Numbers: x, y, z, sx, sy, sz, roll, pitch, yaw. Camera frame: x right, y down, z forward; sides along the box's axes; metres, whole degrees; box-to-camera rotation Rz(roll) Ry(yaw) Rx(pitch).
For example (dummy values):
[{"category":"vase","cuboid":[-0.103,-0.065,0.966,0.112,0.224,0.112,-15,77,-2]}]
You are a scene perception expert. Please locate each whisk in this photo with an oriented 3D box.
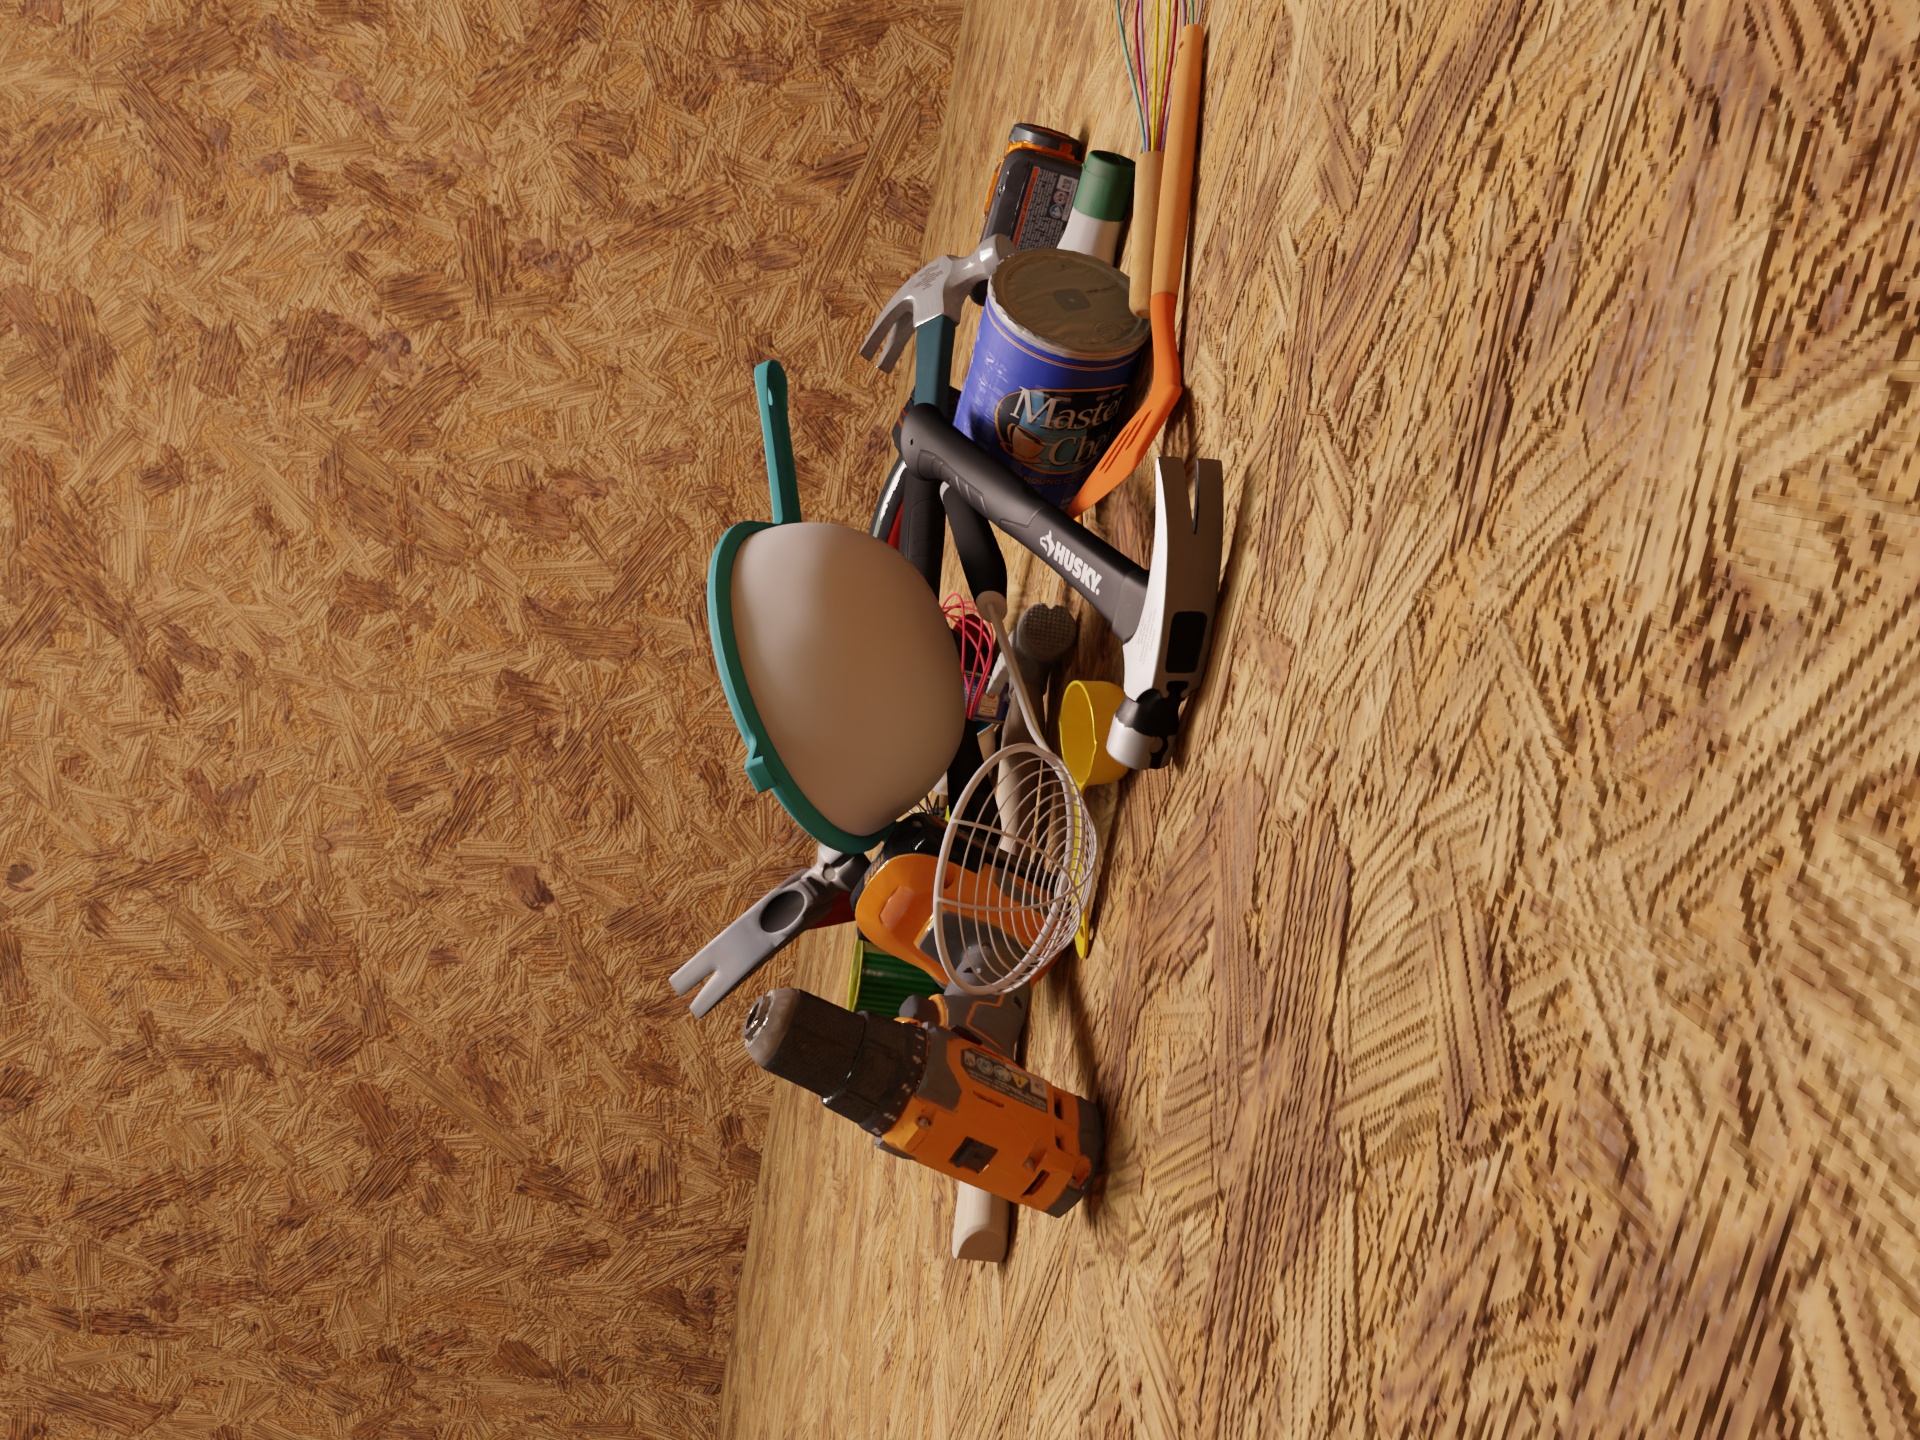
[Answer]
[{"category":"whisk","cuboid":[-0.002,-0.003,1.071,0.296,0.073,0.073,-100,20,-55]},{"category":"whisk","cuboid":[0.117,-0.361,0.962,0.047,0.051,0.245,146,129,-71]},{"category":"whisk","cuboid":[-0.022,0.087,1.321,0.239,0.055,0.055,53,-135,-85]}]

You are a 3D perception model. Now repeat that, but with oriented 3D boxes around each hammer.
[{"category":"hammer","cuboid":[0.040,-0.114,0.863,0.335,0.035,0.146,-131,46,-54]},{"category":"hammer","cuboid":[-0.084,0.139,1.141,0.143,0.038,0.386,-41,-10,5]},{"category":"hammer","cuboid":[-0.022,-0.181,1.112,0.128,0.033,0.331,-15,62,38]},{"category":"hammer","cuboid":[0.028,0.137,1.039,0.146,0.038,0.411,118,160,-70]}]

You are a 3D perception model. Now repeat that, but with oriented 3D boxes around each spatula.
[{"category":"spatula","cuboid":[0.110,-0.262,0.898,0.081,0.041,0.323,149,132,-63]}]

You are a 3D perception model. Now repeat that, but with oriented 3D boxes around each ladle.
[{"category":"ladle","cuboid":[-0.011,0.042,1.421,0.069,0.031,0.315,-38,-31,-45]}]

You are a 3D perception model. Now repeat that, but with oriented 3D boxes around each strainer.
[{"category":"strainer","cuboid":[-0.066,-0.091,0.970,0.210,0.095,0.341,37,-141,-59]},{"category":"strainer","cuboid":[-0.009,0.029,1.201,0.087,0.050,0.258,-38,-9,5]}]

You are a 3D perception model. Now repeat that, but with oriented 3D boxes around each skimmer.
[{"category":"skimmer","cuboid":[0.003,-0.015,0.892,0.364,0.090,0.127,-105,-10,-45]}]

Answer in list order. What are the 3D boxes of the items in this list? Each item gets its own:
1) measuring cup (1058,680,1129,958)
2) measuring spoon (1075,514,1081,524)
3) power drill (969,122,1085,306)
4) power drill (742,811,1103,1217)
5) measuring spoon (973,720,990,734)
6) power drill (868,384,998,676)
[{"category":"measuring cup","cuboid":[0.076,0.054,0.867,0.062,0.029,0.156,-140,47,-71]},{"category":"measuring spoon","cuboid":[0.076,-0.147,1.102,0.117,0.011,0.021,-90,12,-49]},{"category":"power drill","cuboid":[0.052,-0.385,1.277,0.227,0.084,0.164,-90,16,-66]},{"category":"power drill","cuboid":[-0.020,0.143,0.846,0.084,0.185,0.226,-57,16,25]},{"category":"measuring spoon","cuboid":[0.001,0.020,1.353,0.128,0.042,0.021,98,170,-50]},{"category":"power drill","cuboid":[-0.011,-0.131,1.248,0.226,0.187,0.080,-59,25,18]}]
